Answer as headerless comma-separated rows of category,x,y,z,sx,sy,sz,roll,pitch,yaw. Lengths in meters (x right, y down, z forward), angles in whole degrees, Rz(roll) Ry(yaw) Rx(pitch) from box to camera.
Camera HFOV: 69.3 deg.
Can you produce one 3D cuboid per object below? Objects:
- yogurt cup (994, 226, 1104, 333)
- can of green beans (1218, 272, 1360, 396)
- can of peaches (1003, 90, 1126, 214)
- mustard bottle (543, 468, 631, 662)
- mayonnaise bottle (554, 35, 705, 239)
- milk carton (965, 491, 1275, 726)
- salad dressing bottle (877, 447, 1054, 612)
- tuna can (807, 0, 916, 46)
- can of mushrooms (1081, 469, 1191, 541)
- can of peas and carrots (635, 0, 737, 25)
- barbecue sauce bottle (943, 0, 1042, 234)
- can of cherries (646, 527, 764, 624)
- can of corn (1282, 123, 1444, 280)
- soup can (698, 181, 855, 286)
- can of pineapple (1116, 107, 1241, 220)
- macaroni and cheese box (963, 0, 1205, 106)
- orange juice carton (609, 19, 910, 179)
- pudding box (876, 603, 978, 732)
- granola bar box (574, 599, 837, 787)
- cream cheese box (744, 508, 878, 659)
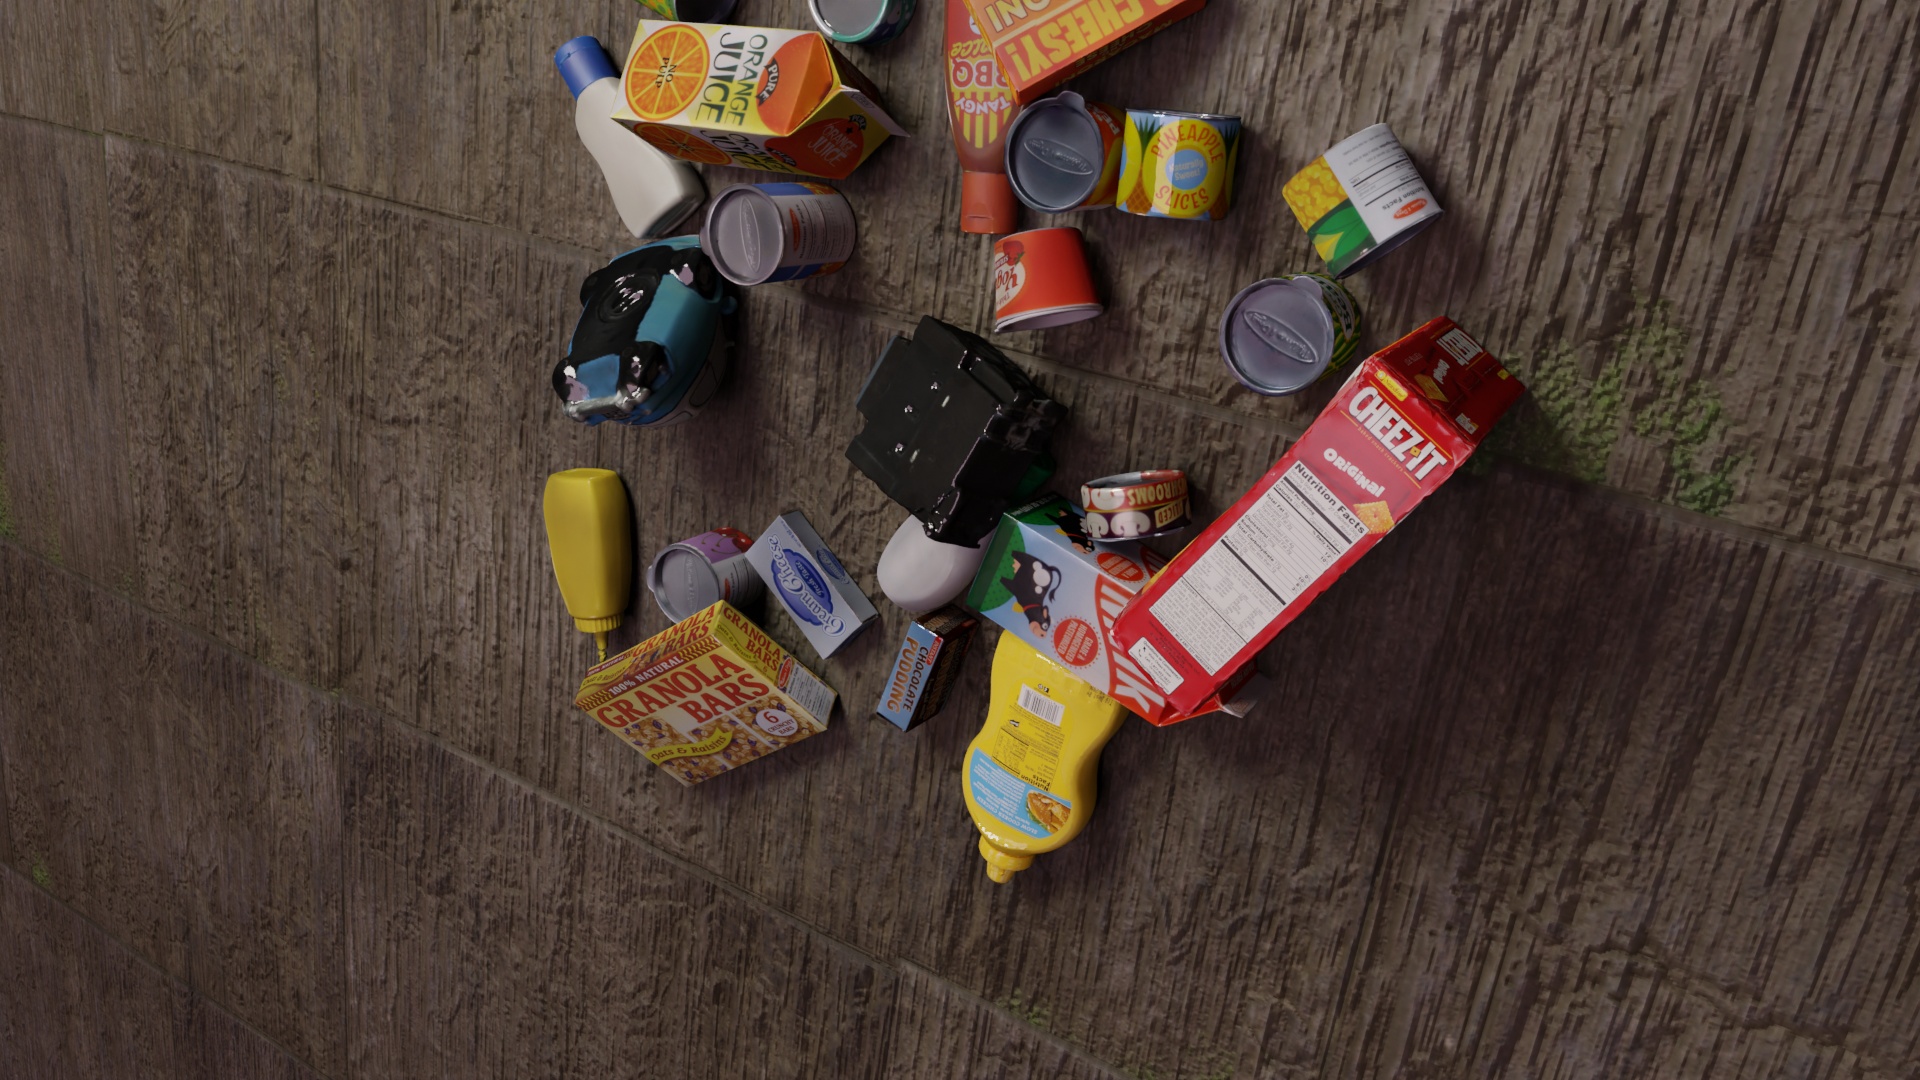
yogurt cup,0.052,-0.162,0.863,0.072,0.072,0.054,-8,91,32
can of green beans,0.189,-0.119,0.794,0.071,0.058,0.071,9,108,29
can of peaches,0.069,-0.233,0.835,0.071,0.058,0.071,9,107,29
mustard bottle,-0.299,0.022,1.131,0.065,0.049,0.159,7,107,30
mayonnaise bottle,-0.247,-0.298,1.018,0.064,0.041,0.148,-32,85,30
milk carton,0.107,0.050,0.881,0.191,0.072,0.073,32,117,20
salad dressing bottle,0.003,-0.012,0.943,0.147,0.044,0.064,-45,56,29
tuna can,-0.062,-0.355,0.896,0.071,0.033,0.071,9,108,29
can of mushrooms,0.110,-0.022,0.862,0.071,0.071,0.033,-2,101,31
can of peas and carrots,-0.190,-0.387,0.946,0.059,0.071,0.070,34,118,19
barbecue sauce bottle,0.021,-0.267,0.864,0.065,0.044,0.148,9,108,24
can of cherries,-0.195,0.026,1.064,0.071,0.058,0.071,9,109,29
can of corn,0.217,-0.183,0.757,0.071,0.071,0.058,-33,85,33
soup can,-0.123,-0.209,0.941,0.071,0.084,0.071,9,107,29
can of pineapple,0.125,-0.217,0.799,0.071,0.071,0.057,14,111,27
macaroni and cheese box,0.049,-0.354,0.797,0.123,0.040,0.166,-27,89,5
orange juice carton,-0.129,-0.290,0.918,0.193,0.072,0.073,14,86,27
pudding box,-0.024,0.090,0.984,0.030,0.050,0.083,33,117,21
granola bar box,-0.196,0.121,1.067,0.165,0.039,0.124,-26,123,33
cream cheese box,-0.111,0.033,1.036,0.104,0.024,0.053,51,124,9
